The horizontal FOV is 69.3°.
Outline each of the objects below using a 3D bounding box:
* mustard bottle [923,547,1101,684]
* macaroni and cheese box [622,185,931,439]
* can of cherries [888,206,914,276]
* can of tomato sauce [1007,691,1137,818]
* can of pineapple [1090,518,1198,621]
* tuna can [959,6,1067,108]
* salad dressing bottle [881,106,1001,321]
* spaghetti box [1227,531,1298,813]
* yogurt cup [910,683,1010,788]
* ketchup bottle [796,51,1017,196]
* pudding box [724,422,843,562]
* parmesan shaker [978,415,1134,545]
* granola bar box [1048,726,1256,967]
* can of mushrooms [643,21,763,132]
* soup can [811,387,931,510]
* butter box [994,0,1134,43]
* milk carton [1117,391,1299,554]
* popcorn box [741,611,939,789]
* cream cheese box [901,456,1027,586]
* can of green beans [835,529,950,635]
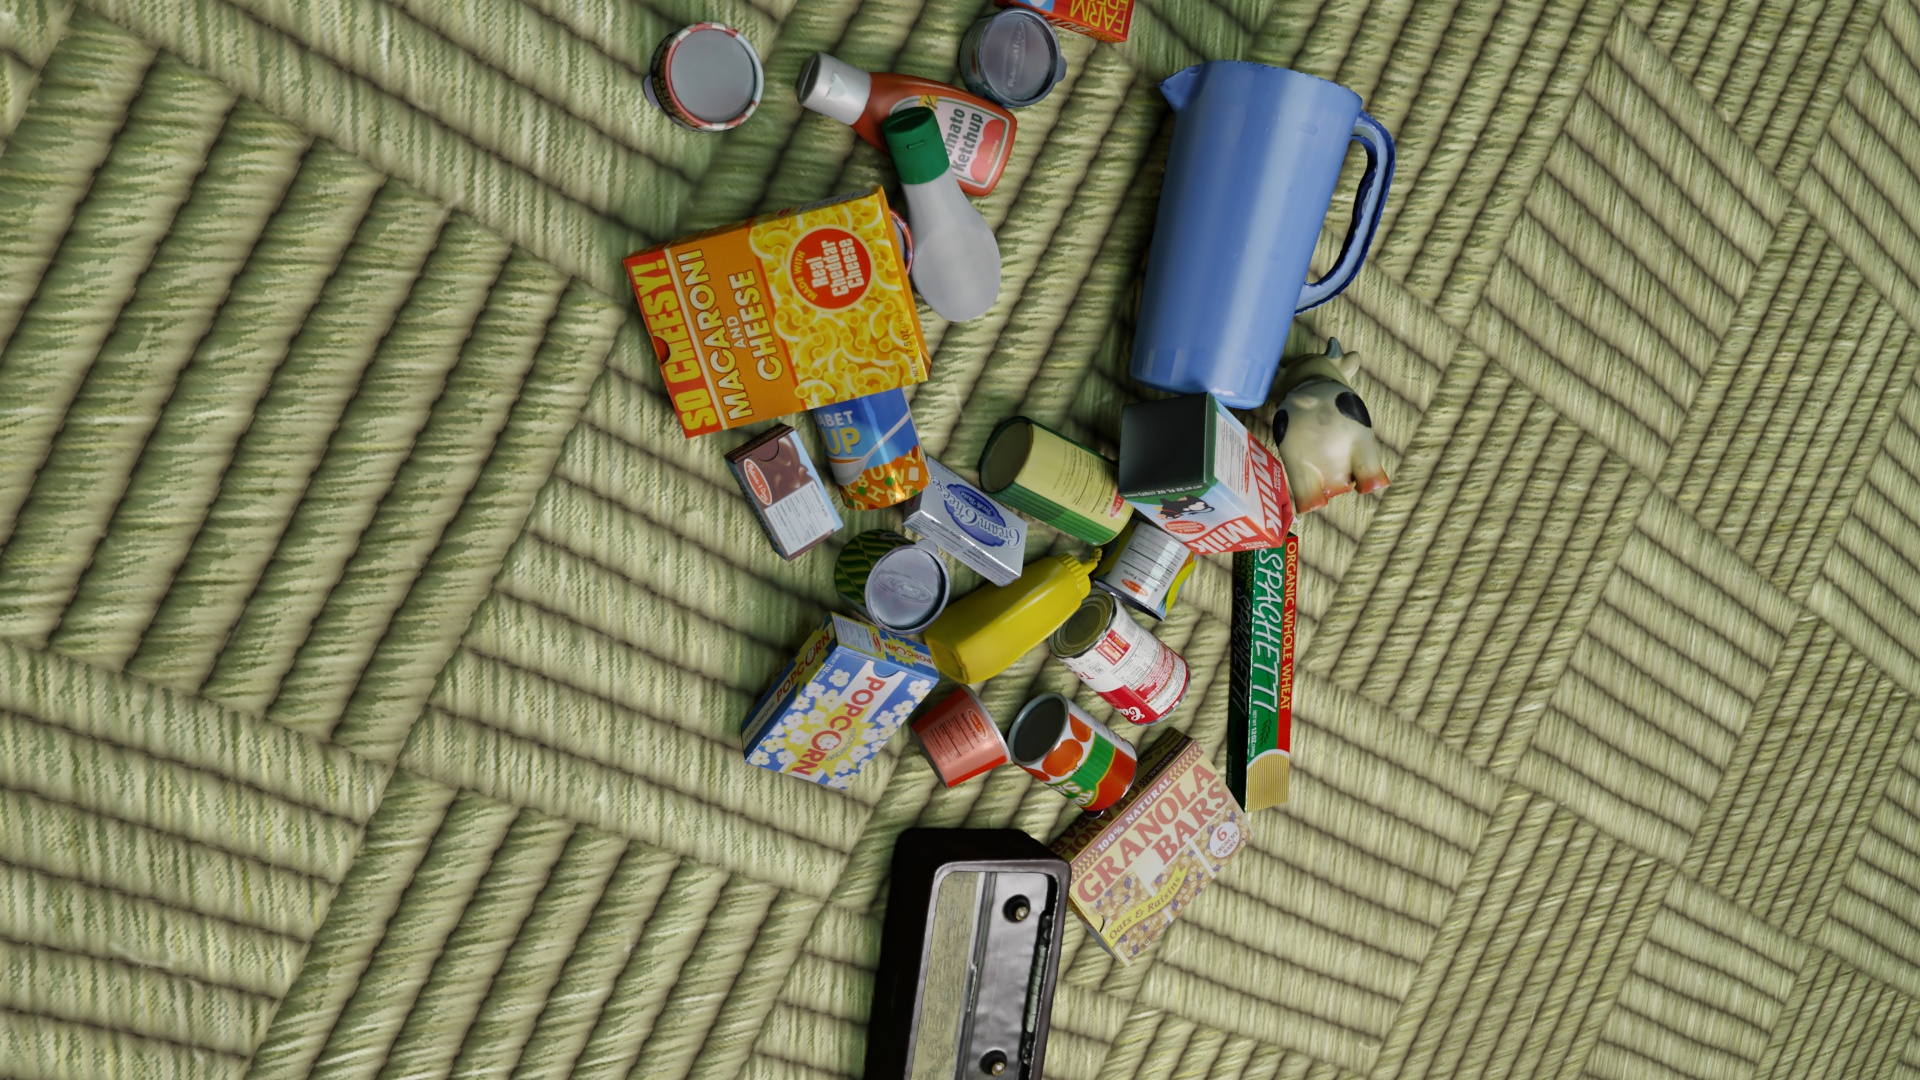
[{"bbox_3d":[0.050,0.050,1.053,0.161,0.065,0.048,-31,119,-24],"label":"mustard bottle"},{"bbox_3d":[-0.115,-0.145,0.888,0.166,0.040,0.123,-13,110,7],"label":"macaroni and cheese box"},{"bbox_3d":[-0.070,-0.193,0.934,0.072,0.058,0.071,-7,104,-27],"label":"can of cherries"},{"bbox_3d":[0.087,0.169,1.097,0.083,0.071,0.071,37,83,-29],"label":"can of tomato sauce"},{"bbox_3d":[0.145,0.023,1.097,0.071,0.071,0.058,33,85,-30],"label":"can of pineapple"},{"bbox_3d":[0.037,-0.337,0.974,0.071,0.033,0.071,-7,105,-27],"label":"tuna can"},{"bbox_3d":[-0.014,-0.220,0.942,0.064,0.044,0.147,-19,131,2],"label":"salad dressing bottle"},{"bbox_3d":[0.260,0.113,1.199,0.050,0.029,0.249,-8,105,-27],"label":"spaghetti box"},{"bbox_3d":[-0.002,0.150,1.048,0.054,0.072,0.072,-30,114,-10],"label":"yogurt cup"},{"bbox_3d":[-0.037,-0.286,0.940,0.149,0.043,0.064,14,105,-29],"label":"ketchup bottle"},{"bbox_3d":[-0.121,-0.034,0.960,0.050,0.030,0.083,-33,115,-17],"label":"pudding box"},{"bbox_3d":[0.073,-0.047,1.042,0.103,0.071,0.071,24,90,-30],"label":"parmesan shaker"},{"bbox_3d":[0.160,0.259,1.173,0.166,0.039,0.124,-42,117,-14],"label":"granola bar box"},{"bbox_3d":[-0.162,-0.292,0.877,0.071,0.033,0.071,-7,106,-27],"label":"can of mushrooms"},{"bbox_3d":[-0.065,-0.070,0.961,0.071,0.071,0.083,-25,113,-21],"label":"soup can"},{"bbox_3d":[0.077,-0.393,0.987,0.103,0.024,0.053,7,98,-29],"label":"butter box"},{"bbox_3d":[0.196,-0.041,1.073,0.190,0.072,0.073,30,59,-51],"label":"milk carton"},{"bbox_3d":[-0.087,0.115,0.977,0.085,0.038,0.126,23,120,-30],"label":"popcorn box"},{"bbox_3d":[0.004,-0.013,1.020,0.103,0.024,0.053,33,47,-30],"label":"cream cheese box"},{"bbox_3d":[-0.049,0.029,0.997,0.071,0.058,0.071,-7,105,-27],"label":"can of green beans"}]
